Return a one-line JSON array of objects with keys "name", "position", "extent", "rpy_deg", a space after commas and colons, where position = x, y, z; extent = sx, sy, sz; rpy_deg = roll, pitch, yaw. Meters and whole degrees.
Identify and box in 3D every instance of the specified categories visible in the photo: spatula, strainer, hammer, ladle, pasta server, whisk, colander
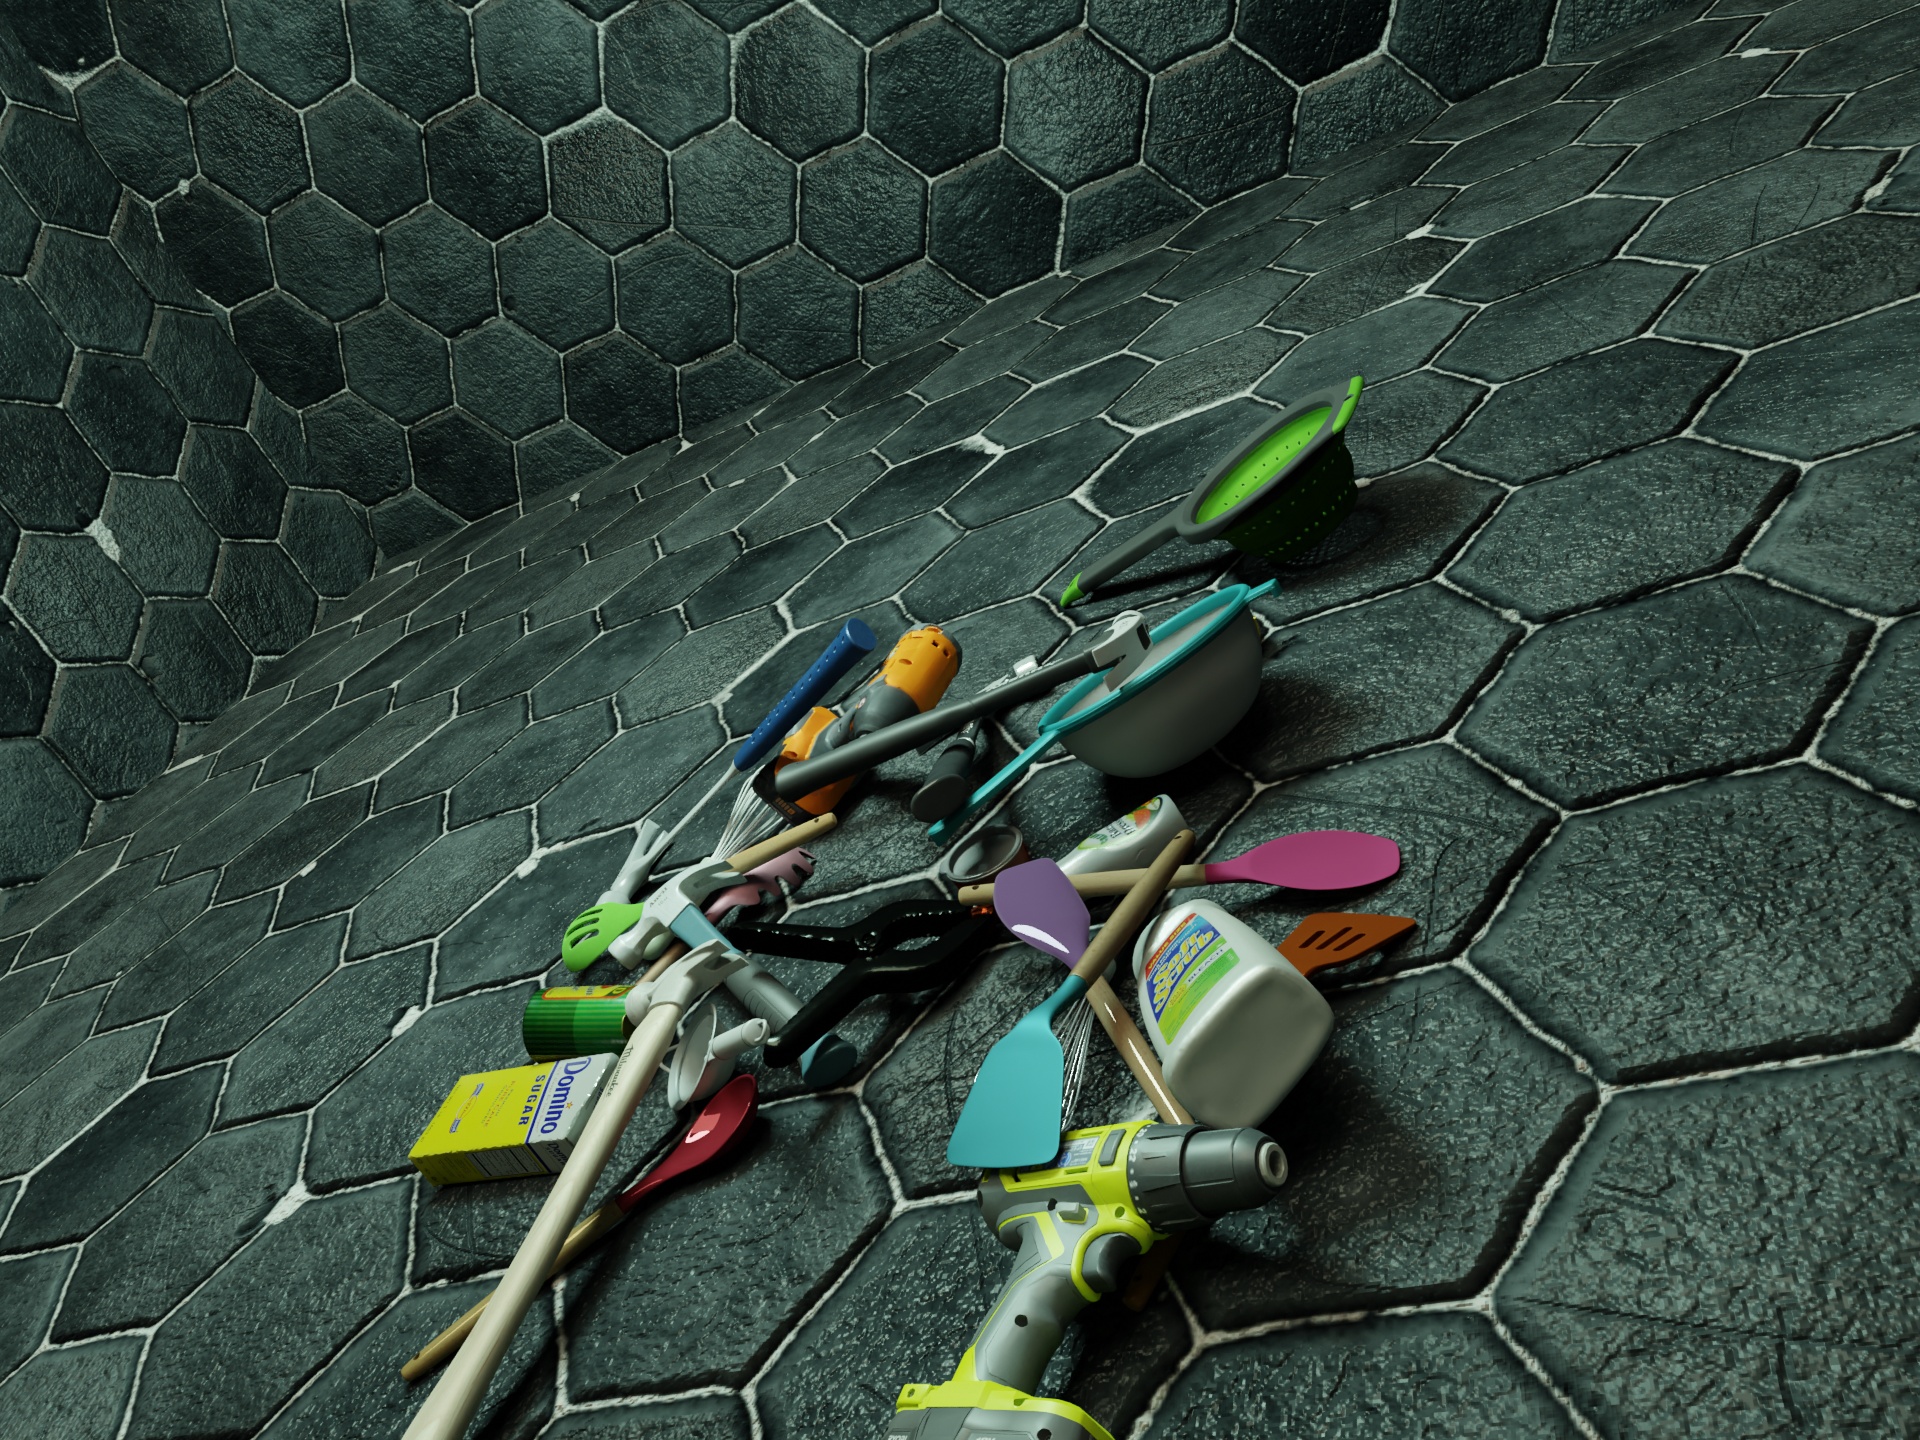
[{"name": "spatula", "position": [0.181, 0.222, 0.968], "extent": [0.081, 0.041, 0.323], "rpy_deg": [-3, 40, 45]}, {"name": "strainer", "position": [-0.177, 0.247, 1.187], "extent": [0.258, 0.050, 0.087], "rpy_deg": [142, 145, -63]}, {"name": "hammer", "position": [-0.181, 0.210, 1.305], "extent": [0.128, 0.033, 0.331], "rpy_deg": [-49, 37, -10]}, {"name": "hammer", "position": [-0.216, 0.043, 1.527], "extent": [0.405, 0.035, 0.144], "rpy_deg": [-44, 15, 28]}, {"name": "strainer", "position": [0.127, 0.021, 1.299], "extent": [0.340, 0.095, 0.211], "rpy_deg": [-38, 6, -18]}, {"name": "hammer", "position": [-0.002, 0.022, 1.391], "extent": [0.149, 0.036, 0.409], "rpy_deg": [-28, 8, 11]}, {"name": "ladle", "position": [-0.269, 0.370, 1.155], "extent": [0.315, 0.031, 0.069], "rpy_deg": [-37, 18, -12]}, {"name": "spatula", "position": [0.089, 0.179, 1.044], "extent": [0.060, 0.018, 0.316], "rpy_deg": [-17, 31, -11]}, {"name": "hammer", "position": [-0.002, -0.004, 1.306], "extent": [0.335, 0.035, 0.146], "rpy_deg": [-23, 9, 14]}, {"name": "pasta server", "position": [-0.251, 0.217, 1.428], "extent": [0.316, 0.040, 0.060], "rpy_deg": [-46, 30, -24]}, {"name": "whisk", "position": [-0.234, 0.135, 1.536], "extent": [0.058, 0.059, 0.246], "rpy_deg": [-1, 41, 42]}, {"name": "spatula", "position": [0.089, 0.164, 1.022], "extent": [0.082, 0.044, 0.317], "rpy_deg": [-14, 19, 39]}, {"name": "colander", "position": [0.263, -0.187, 1.594], "extent": [0.397, 0.094, 0.205], "rpy_deg": [-32, 18, 40]}, {"name": "whisk", "position": [0.083, 0.193, 1.092], "extent": [0.070, 0.070, 0.285], "rpy_deg": [-10, 25, 35]}, {"name": "hammer", "position": [-0.271, 0.331, 1.119], "extent": [0.146, 0.038, 0.411], "rpy_deg": [-35, 22, 43]}]

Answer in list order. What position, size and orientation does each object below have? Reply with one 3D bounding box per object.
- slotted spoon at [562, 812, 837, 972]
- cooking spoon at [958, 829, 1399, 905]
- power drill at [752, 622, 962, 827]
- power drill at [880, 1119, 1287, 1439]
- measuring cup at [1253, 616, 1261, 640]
[{"name": "slotted spoon", "position": [-0.247, 0.152, 1.460], "extent": [0.314, 0.031, 0.070], "rpy_deg": [-26, 39, 17]}, {"name": "cooking spoon", "position": [0.151, 0.113, 1.143], "extent": [0.319, 0.017, 0.069], "rpy_deg": [-7, 30, 17]}, {"name": "power drill", "position": [-0.101, 0.017, 1.487], "extent": [0.226, 0.084, 0.164], "rpy_deg": [-39, 14, 43]}, {"name": "power drill", "position": [0.065, 0.307, 0.832], "extent": [0.190, 0.080, 0.229], "rpy_deg": [-21, 26, 40]}, {"name": "measuring cup", "position": [0.214, -0.063, 1.468], "extent": [0.062, 0.029, 0.156], "rpy_deg": [-22, 3, -37]}]
